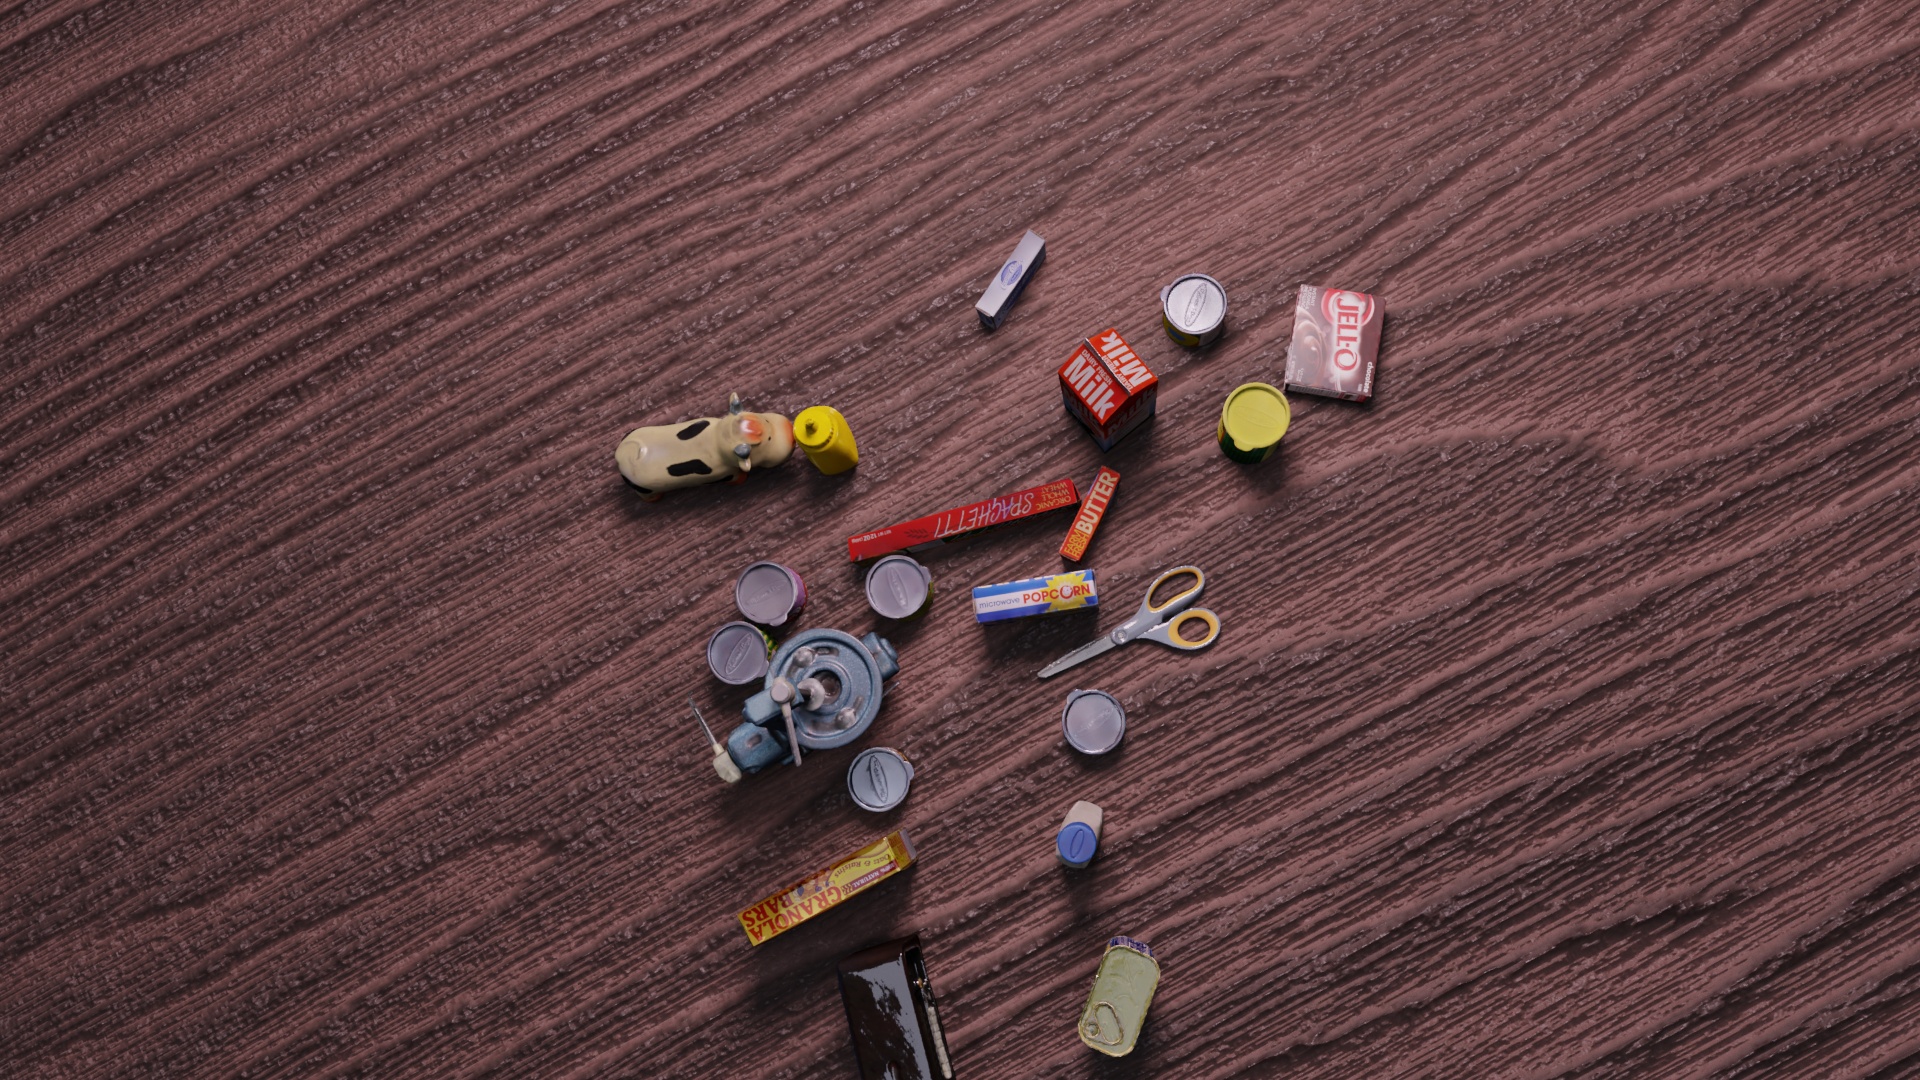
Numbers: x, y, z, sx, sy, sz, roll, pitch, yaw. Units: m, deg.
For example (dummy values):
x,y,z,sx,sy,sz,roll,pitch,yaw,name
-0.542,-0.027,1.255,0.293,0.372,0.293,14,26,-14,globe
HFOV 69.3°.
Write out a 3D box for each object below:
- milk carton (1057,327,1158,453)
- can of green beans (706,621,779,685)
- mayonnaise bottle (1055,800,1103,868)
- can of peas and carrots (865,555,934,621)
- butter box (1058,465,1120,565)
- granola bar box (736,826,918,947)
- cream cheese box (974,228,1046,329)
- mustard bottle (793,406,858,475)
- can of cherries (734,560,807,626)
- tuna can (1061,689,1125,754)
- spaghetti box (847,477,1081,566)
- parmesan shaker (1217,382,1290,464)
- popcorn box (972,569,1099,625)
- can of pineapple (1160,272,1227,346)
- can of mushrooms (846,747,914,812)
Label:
x,y,z,sx,sy,sz,roll,pitch,yaw,name
0.150,-0.153,1.404,0.073,0.190,0.072,-39,80,1,milk carton
-0.230,0.121,1.476,0.071,0.058,0.071,-1,83,6,can of green beans
0.117,0.293,1.368,0.041,0.148,0.065,18,85,8,mayonnaise bottle
-0.061,0.050,1.466,0.071,0.058,0.071,-1,83,6,can of peas and carrots
0.137,-0.025,1.458,0.024,0.053,0.103,26,86,9,butter box
-0.129,0.348,1.400,0.165,0.124,0.039,-28,81,2,granola bar box
0.056,-0.281,1.501,0.024,0.053,0.104,34,87,9,cream cheese box
-0.144,-0.110,1.446,0.049,0.160,0.065,-21,81,4,mustard bottle
-0.200,0.060,1.481,0.071,0.058,0.071,-1,83,6,can of cherries
0.137,0.186,1.439,0.071,0.033,0.071,-1,82,6,tuna can
0.005,-0.018,1.473,0.250,0.050,0.029,-15,81,4,spaghetti box
0.298,-0.116,1.427,0.071,0.103,0.071,-1,83,6,parmesan shaker
0.079,0.060,1.436,0.127,0.085,0.038,-9,82,5,popcorn box
0.247,-0.245,1.473,0.071,0.058,0.071,-1,83,6,can of pineapple
-0.081,0.249,1.454,0.071,0.033,0.071,-1,82,6,can of mushrooms
